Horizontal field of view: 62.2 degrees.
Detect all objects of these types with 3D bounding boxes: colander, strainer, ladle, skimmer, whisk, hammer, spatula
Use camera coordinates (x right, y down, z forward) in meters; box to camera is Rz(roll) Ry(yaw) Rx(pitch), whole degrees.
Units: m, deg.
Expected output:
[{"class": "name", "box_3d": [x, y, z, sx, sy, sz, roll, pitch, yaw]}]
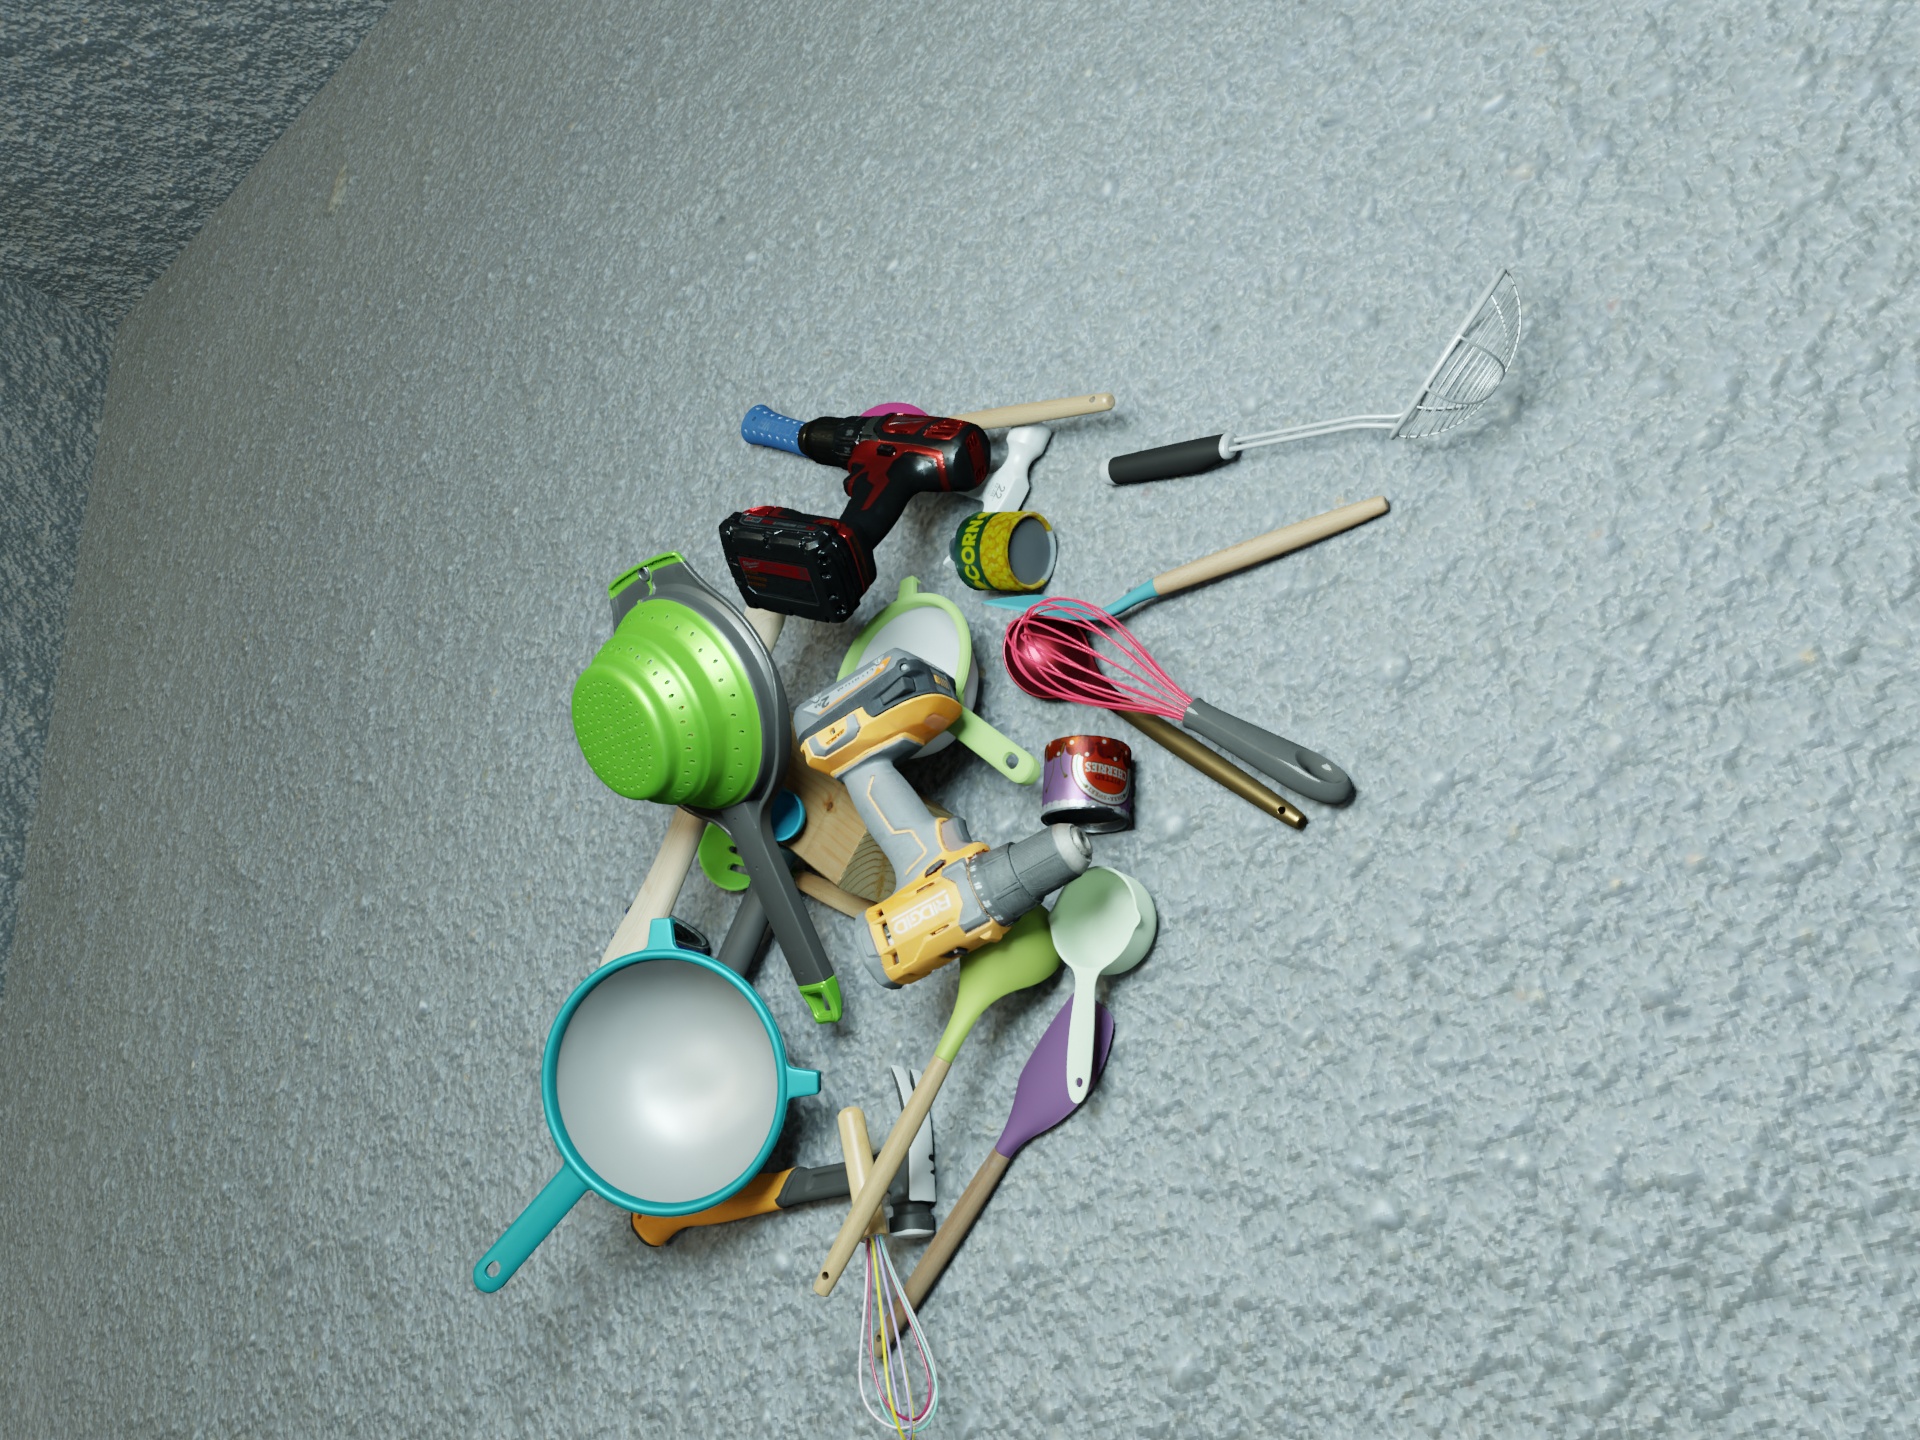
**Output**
[{"class": "colander", "box_3d": [-0.202, 0.072, 1.242, 0.204, 0.094, 0.397, -18, 96, 45]}, {"class": "strainer", "box_3d": [-0.002, -0.004, 1.287, 0.257, 0.069, 0.151, 37, 96, 46]}, {"class": "ladle", "box_3d": [0.140, 0.000, 1.185, 0.316, 0.031, 0.069, 37, 101, 43]}, {"class": "ladle", "box_3d": [-0.021, 0.273, 1.165, 0.078, 0.062, 0.320, 25, 82, 26]}, {"class": "skimmer", "box_3d": [0.233, -0.234, 1.149, 0.363, 0.090, 0.127, -4, 38, 45]}, {"class": "whisk", "box_3d": [0.150, -0.014, 1.133, 0.296, 0.073, 0.073, 30, 95, 32]}, {"class": "strainer", "box_3d": [-0.270, 0.338, 1.313, 0.211, 0.095, 0.340, 43, 97, 13]}, {"class": "hammer", "box_3d": [-0.154, 0.377, 1.300, 0.337, 0.034, 0.127, -23, 59, 35]}, {"class": "hammer", "box_3d": [-0.210, 0.045, 1.360, 0.146, 0.038, 0.411, 16, 84, 44]}, {"class": "spatula", "box_3d": [0.019, 0.338, 1.164, 0.060, 0.018, 0.316, 39, 100, 43]}, {"class": "whisk", "box_3d": [-0.059, 0.395, 1.153, 0.051, 0.047, 0.245, -37, 50, 29]}, {"class": "hammer", "box_3d": [-0.218, 0.255, 1.392, 0.128, 0.033, 0.331, 31, 101, 44]}, {"class": "spatula", "box_3d": [0.166, -0.119, 1.192, 0.317, 0.082, 0.044, -18, 87, 32]}, {"class": "hammer", "box_3d": [-0.084, -0.241, 1.489, 0.406, 0.035, 0.144, 24, 90, 46]}]

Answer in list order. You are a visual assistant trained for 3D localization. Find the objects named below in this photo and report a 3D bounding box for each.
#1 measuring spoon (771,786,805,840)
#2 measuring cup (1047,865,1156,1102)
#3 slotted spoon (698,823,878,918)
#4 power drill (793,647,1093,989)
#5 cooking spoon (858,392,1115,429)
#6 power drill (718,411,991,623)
[{"class": "measuring spoon", "box_3d": [-0.154, 0.040, 1.305, 0.042, 0.021, 0.129, -27, 67, 21]}, {"class": "measuring cup", "box_3d": [0.101, 0.189, 1.137, 0.083, 0.038, 0.168, -6, 71, 42]}, {"class": "slotted spoon", "box_3d": [-0.123, 0.147, 1.373, 0.314, 0.031, 0.070, 18, 86, 44]}, {"class": "power drill", "box_3d": [-0.015, 0.060, 1.166, 0.185, 0.084, 0.226, -30, 64, 19]}, {"class": "cooking spoon", "box_3d": [0.006, -0.257, 1.372, 0.319, 0.017, 0.069, 2, 75, 44]}, {"class": "power drill", "box_3d": [-0.103, -0.185, 1.325, 0.188, 0.080, 0.227, 13, 46, 32]}]
